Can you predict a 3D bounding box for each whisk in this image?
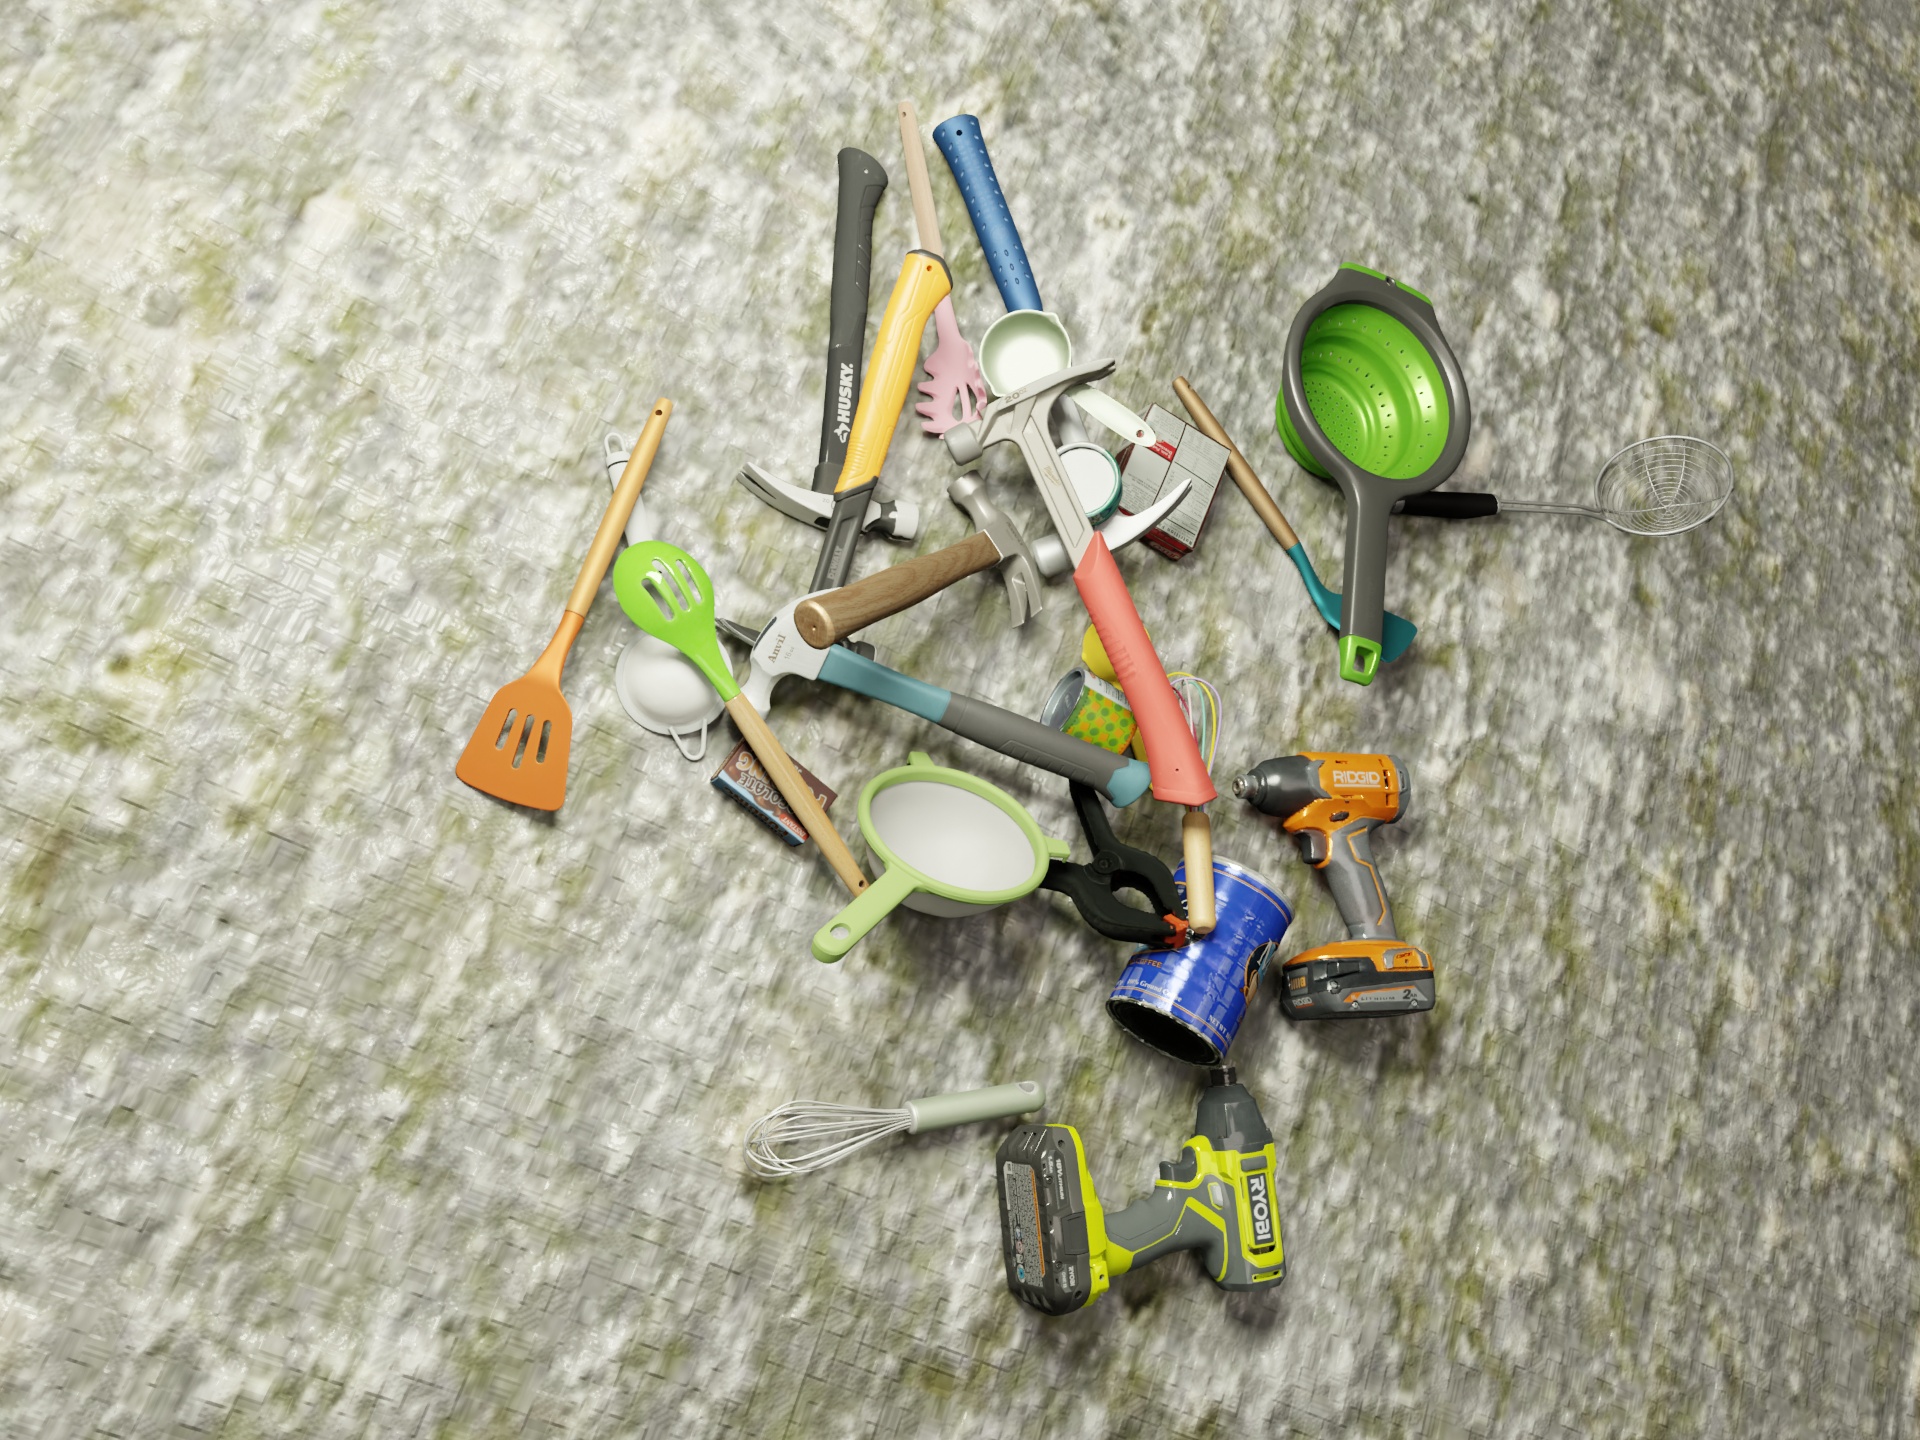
[{"bbox_3d":[0.184,0.060,1.282,0.047,0.051,0.245,31,45,-34],"label":"whisk"},{"bbox_3d":[-0.045,0.297,1.180,0.246,0.058,0.059,-3,114,-27],"label":"whisk"}]

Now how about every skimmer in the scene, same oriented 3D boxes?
[{"bbox_3d":[0.579,-0.231,1.542,0.363,0.090,0.127,-1,46,-21],"label":"skimmer"}]

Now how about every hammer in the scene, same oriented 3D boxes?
[{"bbox_3d":[-0.026,-0.105,1.188,0.130,0.031,0.331,56,30,0],"label":"hammer"},{"bbox_3d":[0.069,-0.332,1.354,0.144,0.035,0.406,-21,81,6],"label":"hammer"},{"bbox_3d":[-0.002,-0.004,1.228,0.331,0.033,0.128,21,105,-16],"label":"hammer"},{"bbox_3d":[-0.082,-0.205,1.232,0.127,0.034,0.337,18,88,-21],"label":"hammer"},{"bbox_3d":[-0.098,-0.315,1.300,0.146,0.035,0.335,9,75,-22],"label":"hammer"},{"bbox_3d":[0.123,-0.101,1.252,0.149,0.036,0.359,-24,83,4],"label":"hammer"}]

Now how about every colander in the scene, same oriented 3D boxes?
[{"bbox_3d":[0.345,-0.210,1.428,0.204,0.094,0.397,16,70,-21],"label":"colander"}]

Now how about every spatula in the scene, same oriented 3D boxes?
[{"bbox_3d":[0.294,-0.184,1.434,0.317,0.044,0.082,54,44,-2],"label":"spatula"},{"bbox_3d":[-0.272,-0.095,1.160,0.081,0.041,0.323,18,71,0],"label":"spatula"}]

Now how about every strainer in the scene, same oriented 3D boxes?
[{"bbox_3d":[-0.038,0.125,1.163,0.151,0.069,0.256,32,35,15],"label":"strainer"},{"bbox_3d":[-0.232,-0.097,1.192,0.087,0.050,0.258,-15,81,-11],"label":"strainer"}]

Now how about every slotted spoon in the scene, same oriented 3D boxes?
[{"bbox_3d":[-0.151,0.003,1.165,0.070,0.031,0.313,-38,101,-30],"label":"slotted spoon"}]

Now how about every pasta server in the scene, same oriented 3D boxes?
[{"bbox_3d":[-0.024,-0.384,1.346,0.040,0.060,0.316,12,65,-62],"label":"pasta server"}]

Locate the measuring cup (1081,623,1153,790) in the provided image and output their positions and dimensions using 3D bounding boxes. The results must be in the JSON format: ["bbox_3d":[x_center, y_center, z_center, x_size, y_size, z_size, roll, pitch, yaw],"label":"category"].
[{"bbox_3d":[0.149,-0.016,1.339,0.062,0.029,0.156,-14,83,-25],"label":"measuring cup"}]

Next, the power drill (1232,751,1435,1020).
[{"bbox_3d":[0.313,0.136,1.350,0.164,0.084,0.227,3,73,-22],"label":"power drill"}]

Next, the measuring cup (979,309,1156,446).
[{"bbox_3d":[0.091,-0.271,1.308,0.167,0.038,0.083,36,90,9],"label":"measuring cup"}]

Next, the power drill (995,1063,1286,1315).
[{"bbox_3d":[0.145,0.362,1.228,0.223,0.080,0.171,-1,79,-27],"label":"power drill"}]
